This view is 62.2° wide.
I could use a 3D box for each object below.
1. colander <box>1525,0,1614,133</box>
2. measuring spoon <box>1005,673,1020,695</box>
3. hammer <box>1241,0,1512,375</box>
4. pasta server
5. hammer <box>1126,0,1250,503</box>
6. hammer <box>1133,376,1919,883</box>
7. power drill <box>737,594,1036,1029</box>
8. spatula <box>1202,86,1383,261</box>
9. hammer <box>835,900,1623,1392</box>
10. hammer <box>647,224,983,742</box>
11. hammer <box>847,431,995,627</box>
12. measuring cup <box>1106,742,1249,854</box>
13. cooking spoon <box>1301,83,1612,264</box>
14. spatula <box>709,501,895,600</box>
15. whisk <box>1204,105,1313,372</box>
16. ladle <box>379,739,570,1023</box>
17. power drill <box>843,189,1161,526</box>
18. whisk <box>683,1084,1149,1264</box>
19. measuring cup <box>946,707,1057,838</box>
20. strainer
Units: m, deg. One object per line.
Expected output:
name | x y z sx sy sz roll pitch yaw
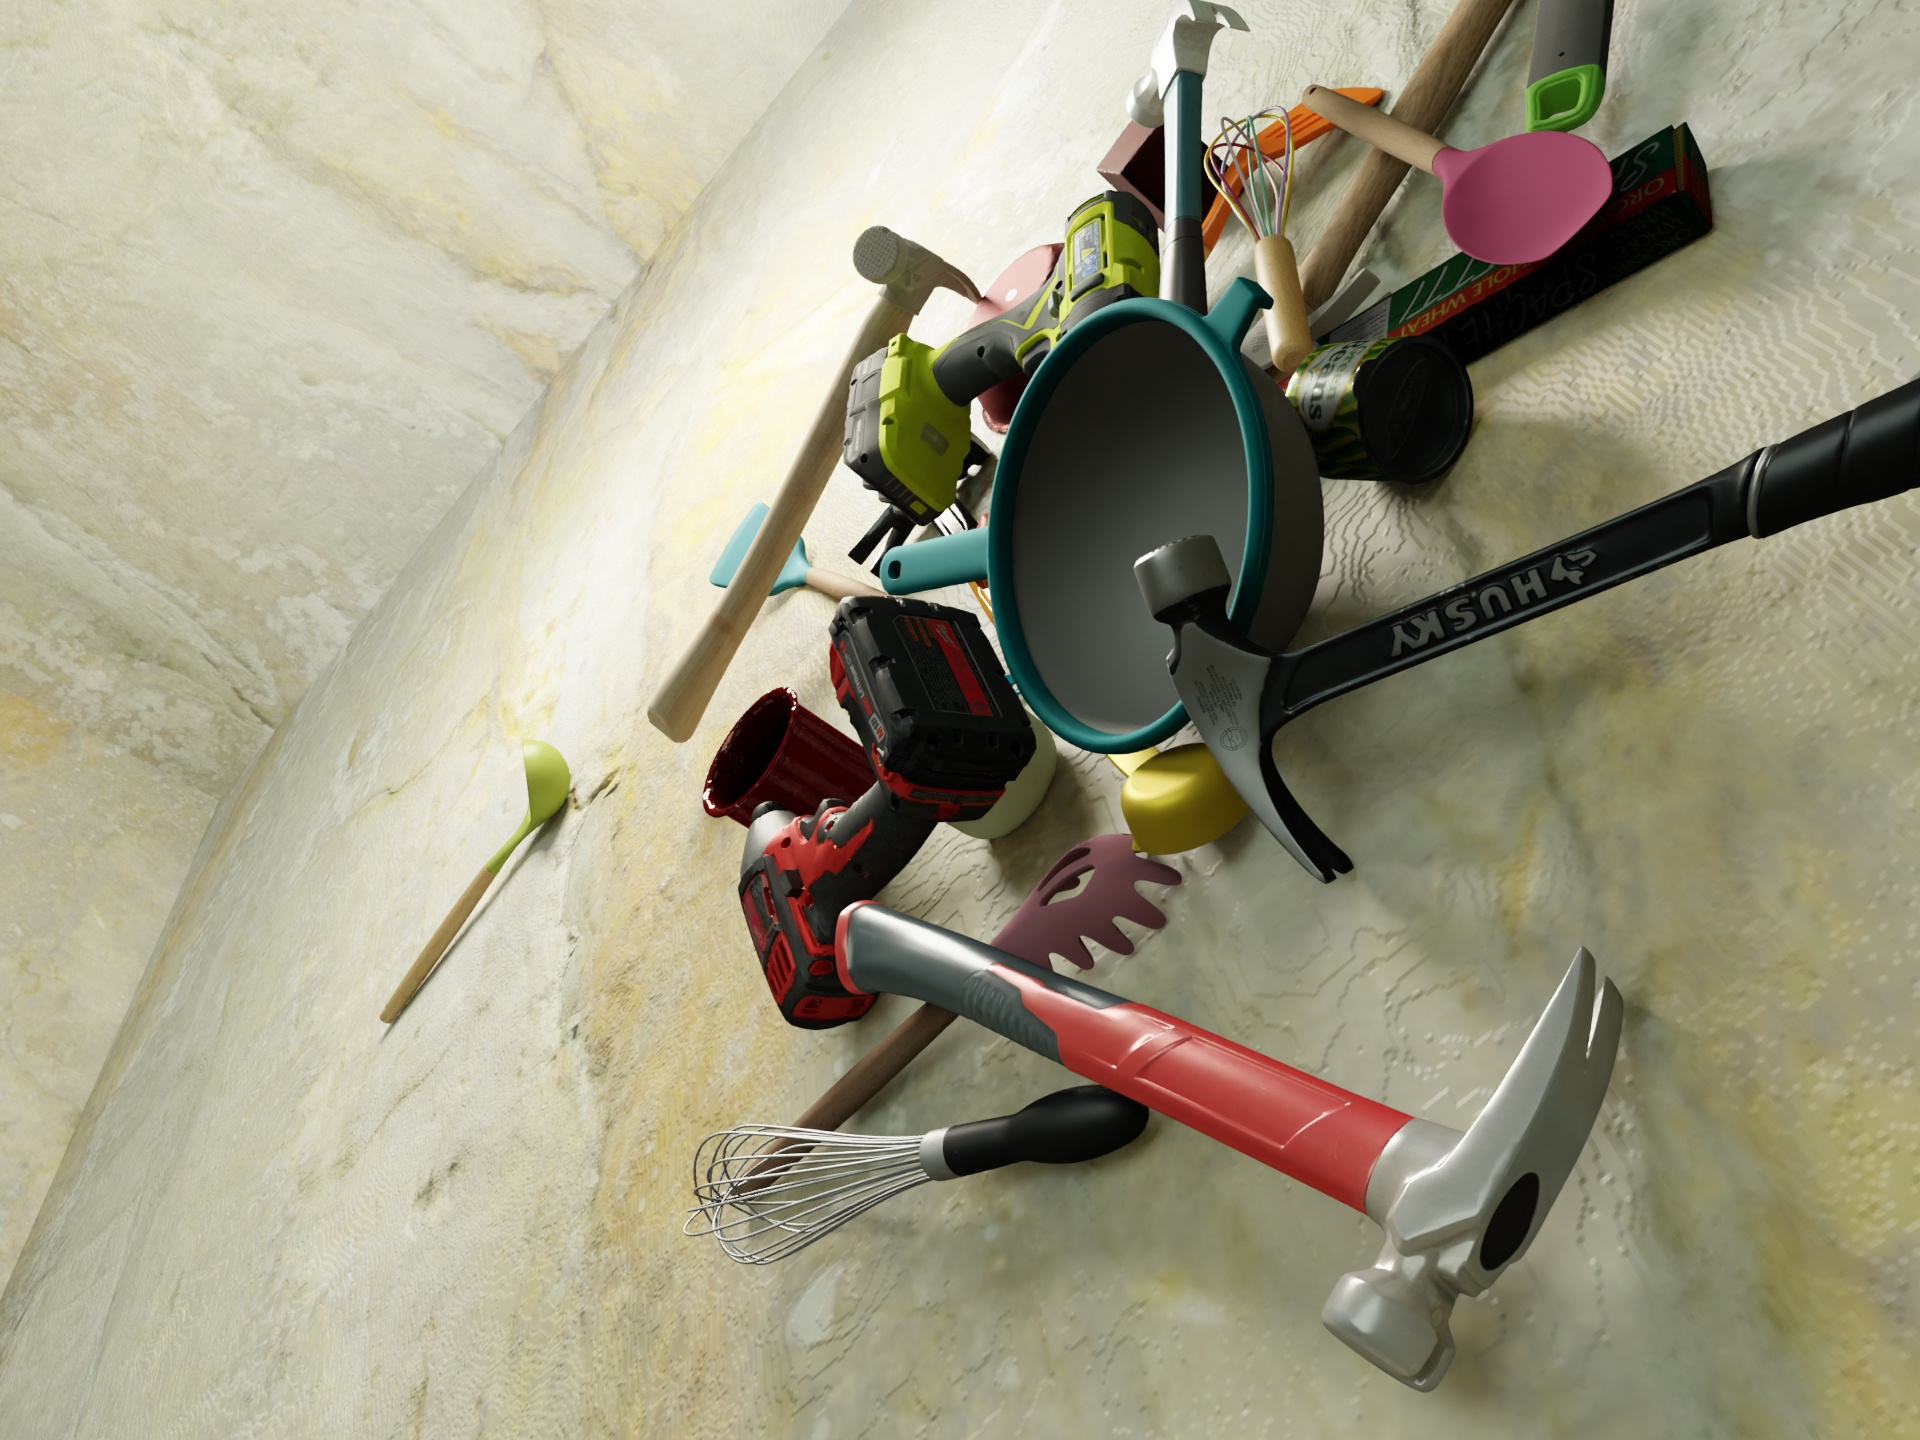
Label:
colander | 0.321 -0.473 0.838 0.204 0.094 0.397 -7 55 39
measuring spoon | -0.002 -0.003 0.961 0.128 0.021 0.042 -18 43 37
hammer | 0.247 -0.323 0.897 0.331 0.031 0.130 -58 27 -7
pasta server | -0.014 0.157 0.786 0.316 0.040 0.060 -46 28 26
hammer | 0.127 -0.266 0.906 0.128 0.033 0.331 127 148 -67
hammer | 0.252 -0.064 0.536 0.409 0.036 0.149 -24 84 35
power drill | -0.056 0.046 0.844 0.219 0.078 0.143 -59 39 34
spatula | 0.148 -0.278 1.020 0.322 0.041 0.081 -56 27 6
hammer | 0.067 0.114 0.633 0.143 0.038 0.386 -53 30 -16
hammer | -0.118 -0.161 1.184 0.038 0.146 0.410 37 106 22
hammer | 0.009 -0.096 1.022 0.127 0.034 0.337 -49 27 10
measuring cup | 0.088 0.017 0.756 0.062 0.029 0.157 -28 23 -3
cooking spoon | 0.240 -0.293 0.819 0.068 0.017 0.319 -45 30 16
spatula | -0.114 -0.112 1.231 0.082 0.044 0.318 -58 28 -3
whisk | 0.168 -0.270 0.883 0.051 0.047 0.245 93 179 -48
ladle | -0.464 0.154 1.486 0.320 0.062 0.078 -53 26 10
power drill | 0.031 -0.224 1.024 0.223 0.080 0.171 -27 43 32
whisk | -0.028 0.204 0.725 0.284 0.070 0.070 -24 40 38
measuring cup | -0.010 0.048 0.888 0.167 0.038 0.083 -34 34 40
strainer | 0.073 -0.088 0.817 0.340 0.095 0.211 -1 88 60
